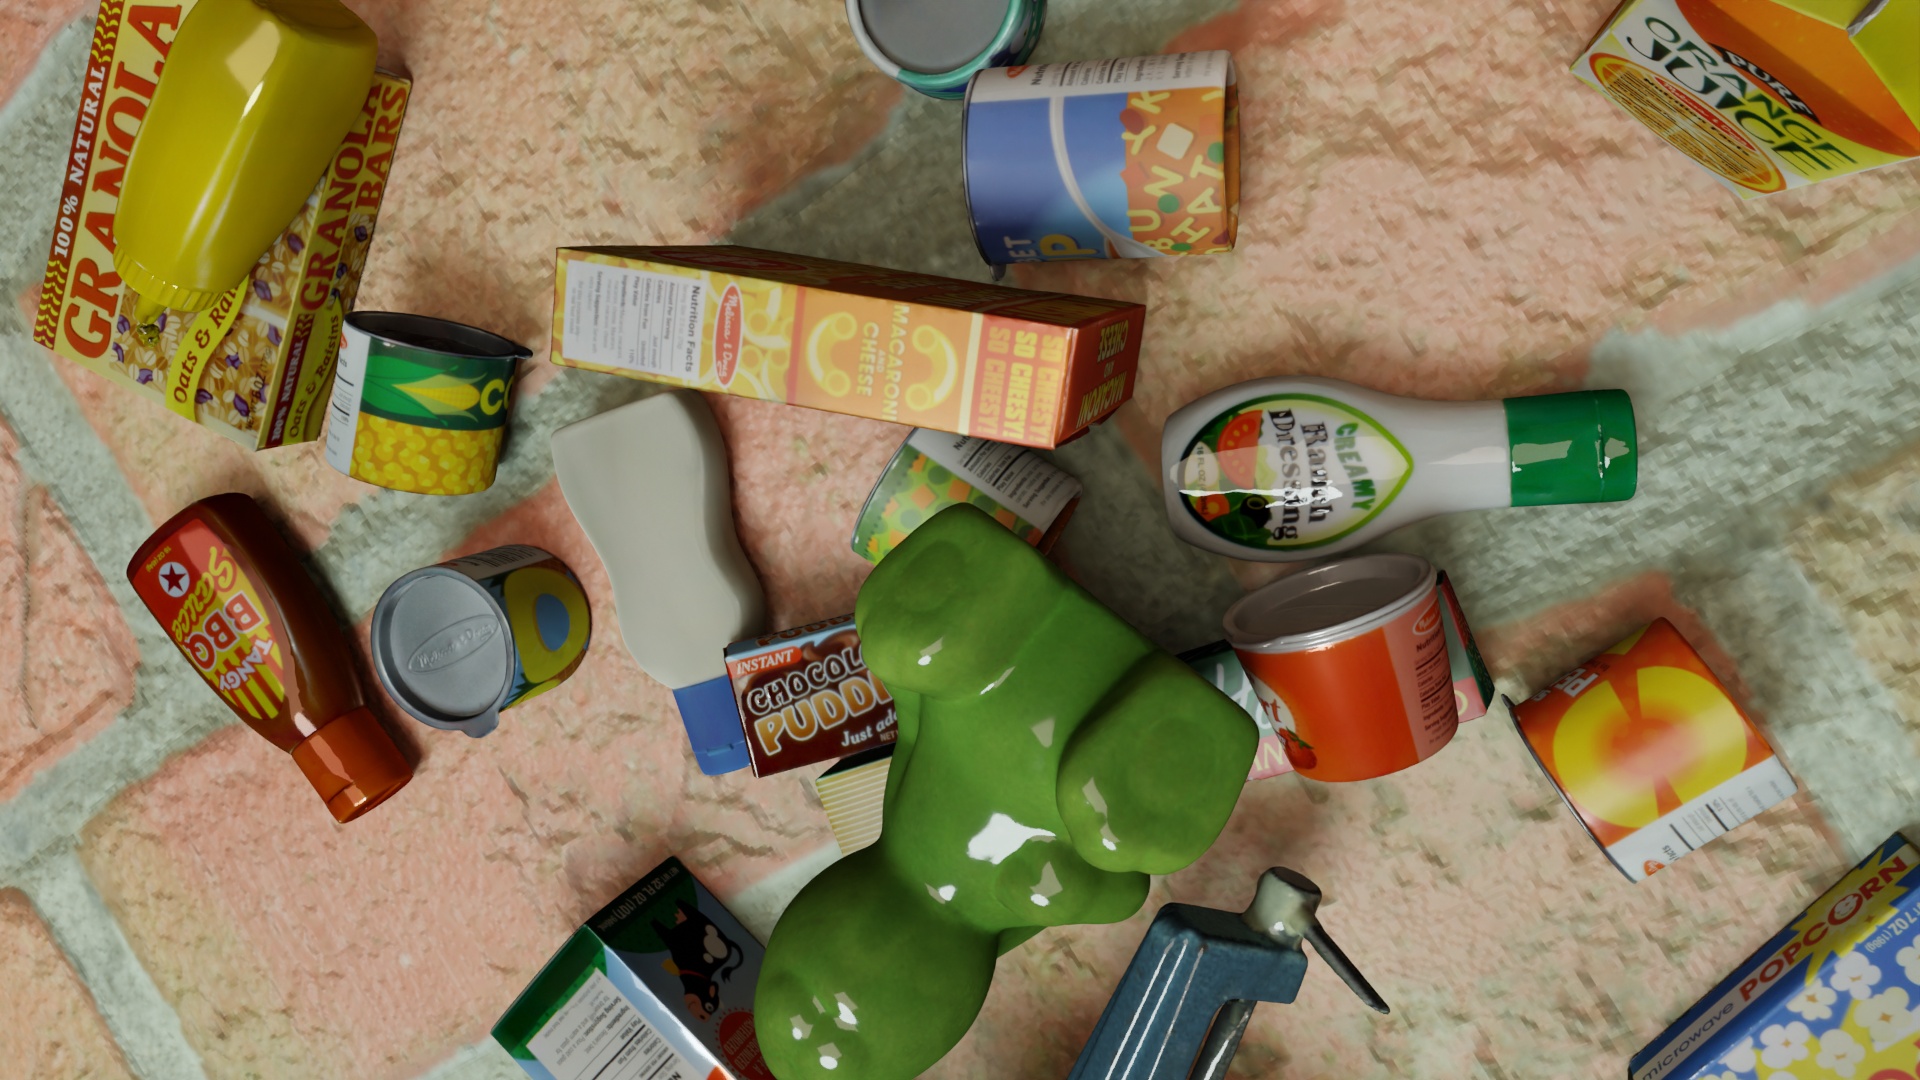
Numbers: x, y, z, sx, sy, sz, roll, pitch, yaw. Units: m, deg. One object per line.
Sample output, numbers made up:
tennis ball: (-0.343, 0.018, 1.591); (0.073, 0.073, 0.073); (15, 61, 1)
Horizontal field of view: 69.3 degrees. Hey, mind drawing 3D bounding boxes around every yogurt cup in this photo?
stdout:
yogurt cup: (0.123, 0.041, 0.441); (0.072, 0.072, 0.054); (-17, 101, 18)

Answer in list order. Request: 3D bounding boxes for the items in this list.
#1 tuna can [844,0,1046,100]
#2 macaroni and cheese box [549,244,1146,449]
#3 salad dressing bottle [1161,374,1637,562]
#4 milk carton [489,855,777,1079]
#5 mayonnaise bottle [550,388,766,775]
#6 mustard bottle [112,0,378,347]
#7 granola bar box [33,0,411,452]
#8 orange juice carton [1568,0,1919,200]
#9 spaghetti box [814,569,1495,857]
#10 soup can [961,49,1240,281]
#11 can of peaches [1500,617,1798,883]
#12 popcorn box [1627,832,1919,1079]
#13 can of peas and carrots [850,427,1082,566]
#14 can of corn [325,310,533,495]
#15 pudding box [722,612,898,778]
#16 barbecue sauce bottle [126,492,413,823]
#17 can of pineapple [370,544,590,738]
tuna can: (-0.003, -0.192, 0.488); (0.071, 0.033, 0.071); (3, 100, 17)
macaroni and cheese box: (-0.031, -0.070, 0.469); (0.166, 0.124, 0.040); (11, 105, 14)
salad dressing bottle: (0.144, -0.027, 0.466); (0.147, 0.044, 0.064); (-4, 97, 17)
milk carton: (-0.087, 0.229, 0.561); (0.191, 0.072, 0.073); (44, 108, 7)
mayonnaise bottle: (-0.109, 0.018, 0.550); (0.064, 0.041, 0.148); (-17, 95, 15)
mustard bottle: (-0.281, -0.136, 0.523); (0.049, 0.065, 0.159); (41, 111, 0)
granola bar box: (-0.313, -0.138, 0.586); (0.124, 0.039, 0.165); (25, 105, 10)
orange juice carton: (0.218, -0.141, 0.346); (0.073, 0.193, 0.071); (39, 107, 6)
spaghetti box: (0.064, 0.073, 0.513); (0.250, 0.029, 0.050); (-20, 92, 19)
soup can: (0.049, -0.125, 0.467); (0.084, 0.071, 0.071); (1, 99, 16)
can of peaches: (0.220, 0.065, 0.447); (0.058, 0.071, 0.071); (-37, 87, 19)
popcorn box: (0.299, 0.171, 0.454); (0.085, 0.038, 0.126); (41, 108, 8)
can of peas and carrots: (0.002, -0.006, 0.500); (0.059, 0.071, 0.070); (33, 107, 9)
can of corn: (-0.213, -0.055, 0.557); (0.071, 0.071, 0.058); (18, 104, 13)
pudding box: (-0.043, 0.054, 0.524); (0.084, 0.030, 0.049); (-13, 95, -10)
barbecue sauce bottle: (-0.298, 0.054, 0.610); (0.064, 0.044, 0.148); (-38, 87, 18)
can of pineapple: (-0.195, 0.040, 0.569); (0.071, 0.058, 0.071); (3, 100, 16)
